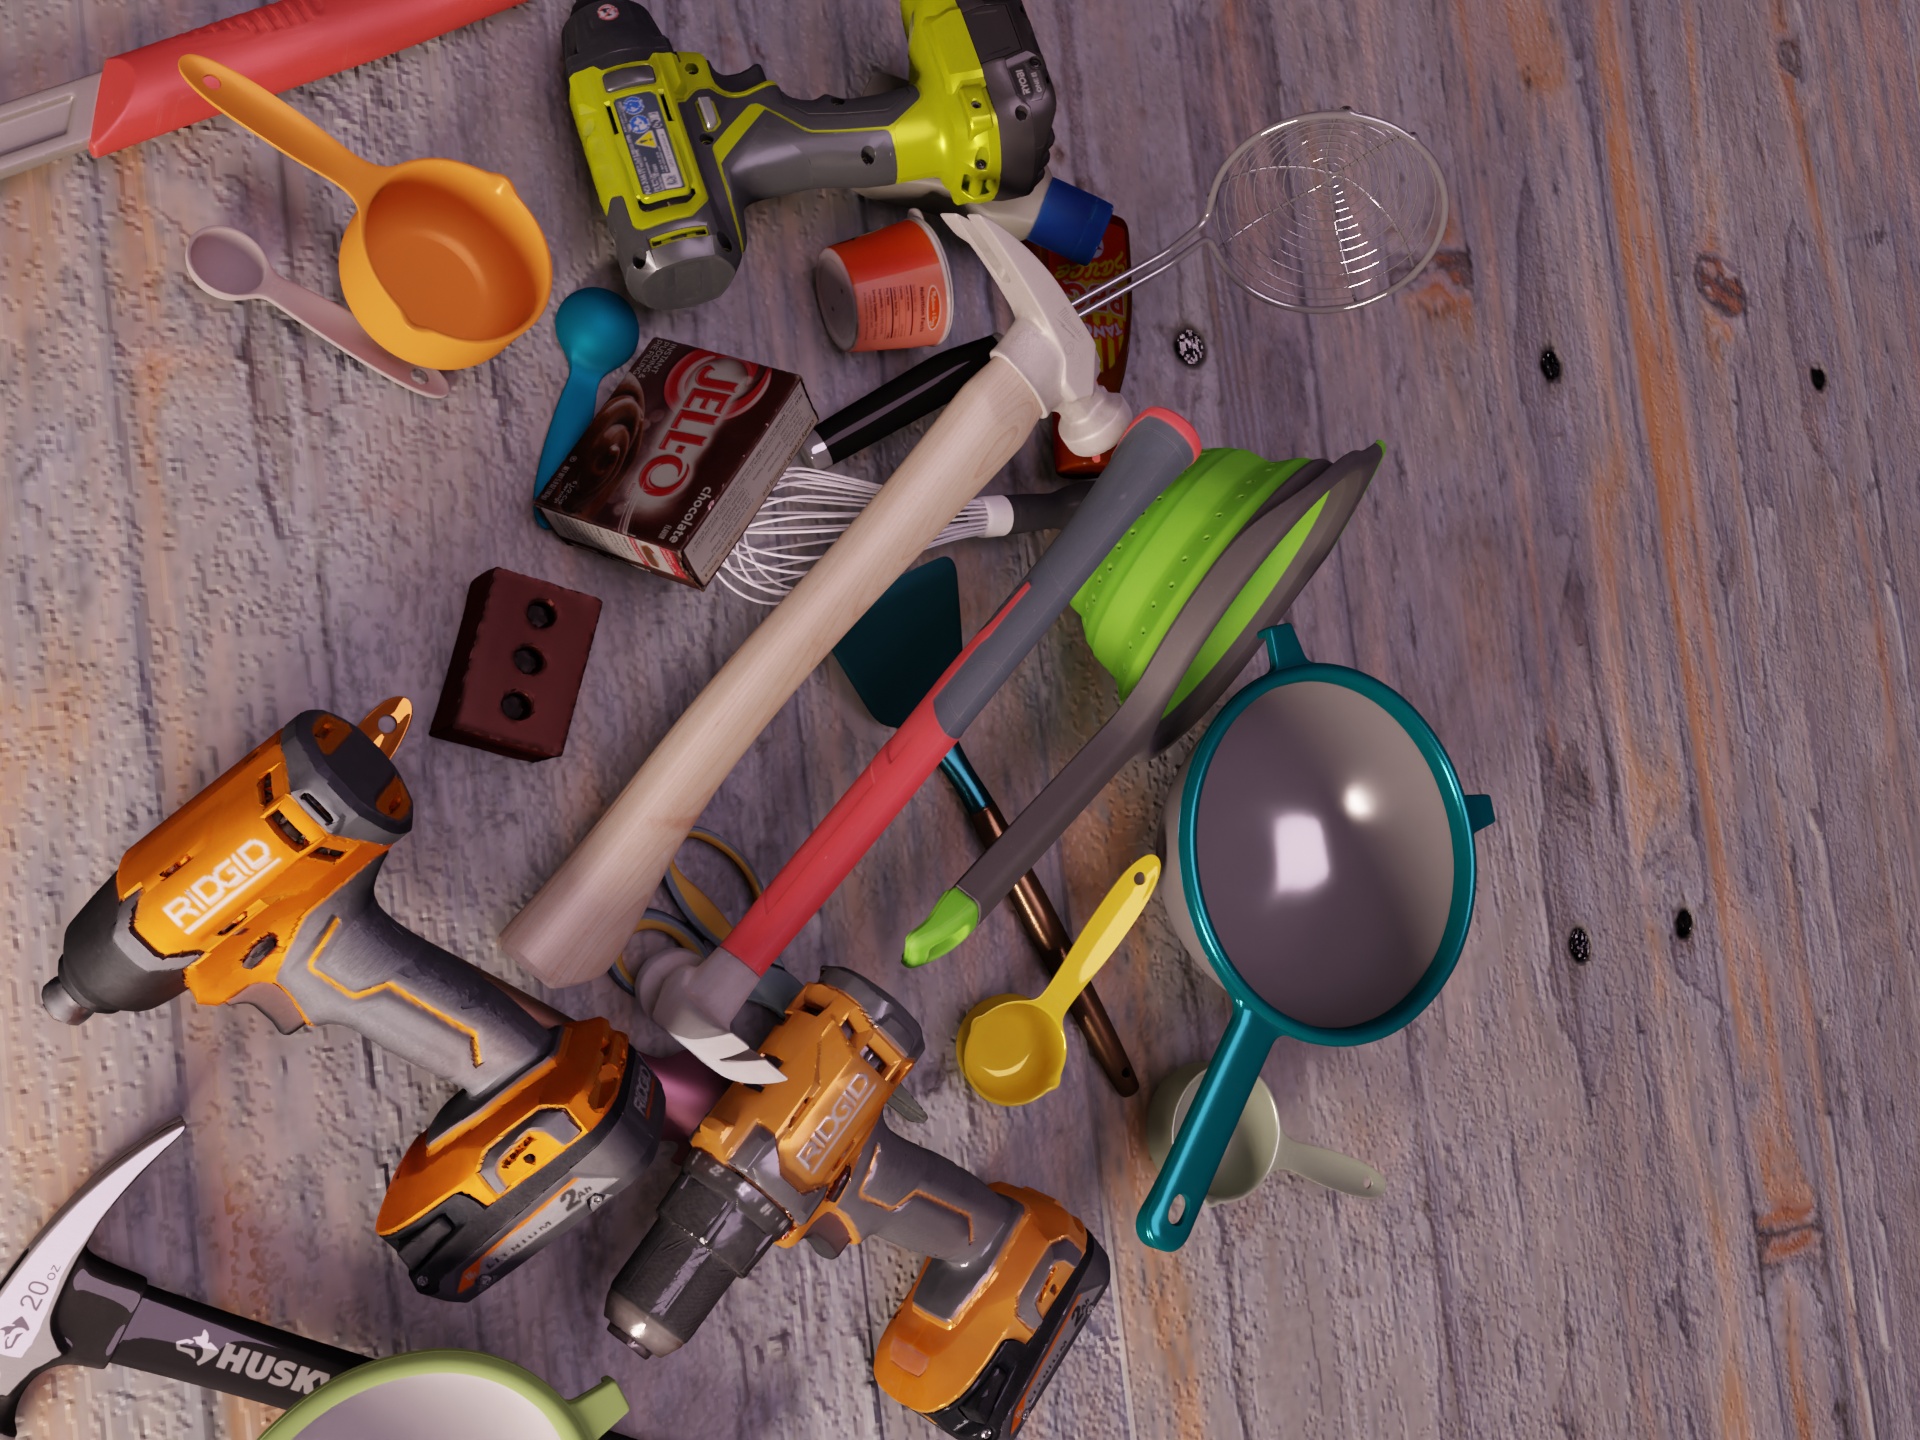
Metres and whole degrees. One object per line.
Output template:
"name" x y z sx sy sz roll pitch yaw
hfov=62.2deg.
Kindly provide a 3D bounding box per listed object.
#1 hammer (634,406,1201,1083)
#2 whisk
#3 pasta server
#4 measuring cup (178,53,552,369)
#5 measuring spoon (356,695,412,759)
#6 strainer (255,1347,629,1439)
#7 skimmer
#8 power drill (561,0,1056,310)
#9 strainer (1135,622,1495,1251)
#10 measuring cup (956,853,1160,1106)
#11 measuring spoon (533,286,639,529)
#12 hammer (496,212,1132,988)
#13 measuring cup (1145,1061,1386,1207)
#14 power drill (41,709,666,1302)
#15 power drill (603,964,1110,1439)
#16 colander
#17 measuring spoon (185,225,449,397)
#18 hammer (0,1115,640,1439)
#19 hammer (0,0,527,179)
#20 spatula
"hammer" -0.001 -0.002 0.739 0.038 0.143 0.386 45 74 -20
"whisk" -0.010 -0.106 0.851 0.284 0.070 0.070 -10 89 -34
"pasta server" -0.200 0.133 0.723 0.316 0.040 0.060 33 69 -20
"measuring cup" -0.270 -0.227 0.712 0.173 0.052 0.095 33 61 -25
"measuring spoon" -0.281 0.036 0.706 0.021 0.011 0.117 40 63 -22
"strainer" -0.267 0.299 0.607 0.256 0.069 0.151 24 76 -24
"skimmer" 0.087 -0.211 0.845 0.363 0.090 0.127 -30 140 -10
"power drill" -0.079 -0.313 0.793 0.223 0.080 0.171 -17 80 -10
"strainer" 0.158 0.130 0.888 0.210 0.095 0.340 37 68 -19
"measuring cup" 0.055 0.134 0.849 0.062 0.029 0.156 40 81 -17
"measuring spoon" -0.185 -0.154 0.775 0.042 0.021 0.129 18 74 -26
"hammer" -0.076 -0.053 0.751 0.411 0.038 0.146 -51 128 -14
"measuring cup" 0.176 0.248 0.918 0.167 0.038 0.083 25 72 -26
"power drill" -0.249 0.127 0.652 0.164 0.084 0.226 -37 106 5
"power drill" -0.046 0.252 0.746 0.185 0.084 0.226 -52 121 -24
"colander" 0.074 -0.033 0.834 0.094 0.204 0.397 38 61 14
"measuring spoon" -0.292 -0.180 0.726 0.124 0.018 0.034 30 57 -30
"hammer" -0.238 0.289 0.683 0.334 0.035 0.146 30 71 -23
"hammer" -0.336 -0.272 0.698 0.359 0.037 0.149 -35 101 -28
"spatula" 0.026 0.070 0.853 0.082 0.044 0.317 -32 101 -24
